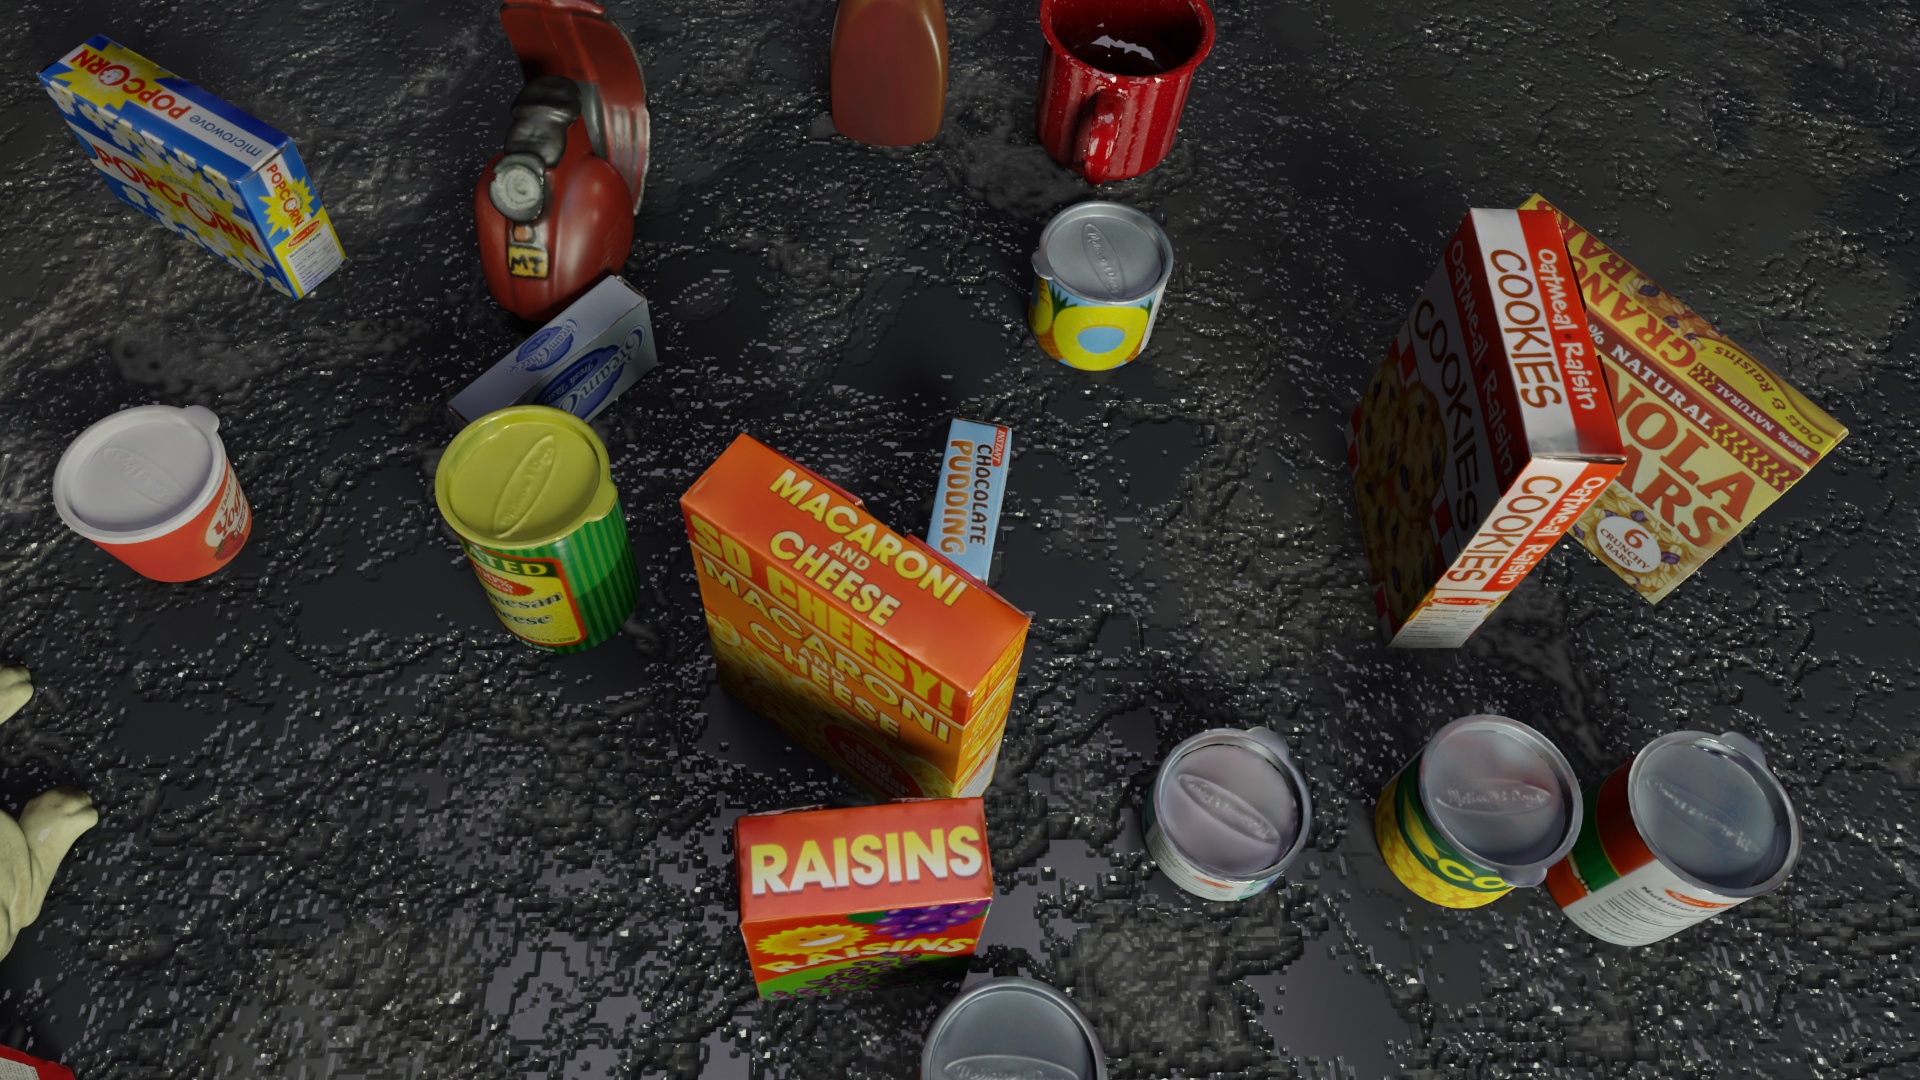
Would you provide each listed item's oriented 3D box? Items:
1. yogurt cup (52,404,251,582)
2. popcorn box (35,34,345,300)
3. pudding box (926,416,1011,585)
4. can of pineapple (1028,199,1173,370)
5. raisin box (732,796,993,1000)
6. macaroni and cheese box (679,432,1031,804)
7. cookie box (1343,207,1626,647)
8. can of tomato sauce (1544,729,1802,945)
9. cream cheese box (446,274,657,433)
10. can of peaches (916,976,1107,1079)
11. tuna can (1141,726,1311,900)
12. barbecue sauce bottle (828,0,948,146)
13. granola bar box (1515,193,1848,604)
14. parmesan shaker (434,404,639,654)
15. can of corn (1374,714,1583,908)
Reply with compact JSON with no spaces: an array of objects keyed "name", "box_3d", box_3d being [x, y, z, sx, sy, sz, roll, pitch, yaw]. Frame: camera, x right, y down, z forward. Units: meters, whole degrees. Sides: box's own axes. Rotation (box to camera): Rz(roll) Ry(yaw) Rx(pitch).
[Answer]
[{"name":"yogurt cup","box_3d":[-0.349,-0.017,0.608,0.072,0.053,0.073,2,61,-3]},{"name":"popcorn box","box_3d":[-0.373,-0.182,0.681,0.127,0.084,0.038,29,63,11]},{"name":"pudding box","box_3d":[0.002,-0.008,0.634,0.030,0.049,0.084,10,60,1]},{"name":"can of pineapple","box_3d":[0.068,-0.128,0.703,0.071,0.057,0.071,2,61,-3]},{"name":"raisin box","box_3d":[-0.036,0.133,0.509,0.086,0.122,0.040,-3,61,-6]},{"name":"macaroni and cheese box","box_3d":[-0.041,0.044,0.535,0.124,0.165,0.040,33,64,13]},{"name":"cookie box","box_3d":[0.220,-0.043,0.604,0.040,0.166,0.123,1,61,-4]},{"name":"can of tomato sauce","box_3d":[0.285,0.121,0.565,0.071,0.082,0.071,2,61,-3]},{"name":"cream cheese box","box_3d":[-0.189,-0.074,0.654,0.024,0.053,0.104,37,64,15]},{"name":"can of peaches","box_3d":[0.016,0.203,0.512,0.071,0.057,0.071,2,61,-3]},{"name":"tuna can","box_3d":[0.112,0.113,0.584,0.071,0.032,0.071,2,61,-3]},{"name":"barbecue sauce bottle","box_3d":[-0.037,-0.273,0.724,0.065,0.147,0.044,4,61,-2]},{"name":"granola bar box","box_3d":[0.296,-0.062,0.646,0.039,0.123,0.166,-36,69,-21]},{"name":"parmesan shaker","box_3d":[-0.172,0.000,0.585,0.071,0.102,0.071,2,61,-3]},{"name":"can of corn","box_3d":[0.213,0.116,0.576,0.071,0.058,0.071,2,61,-3]}]
